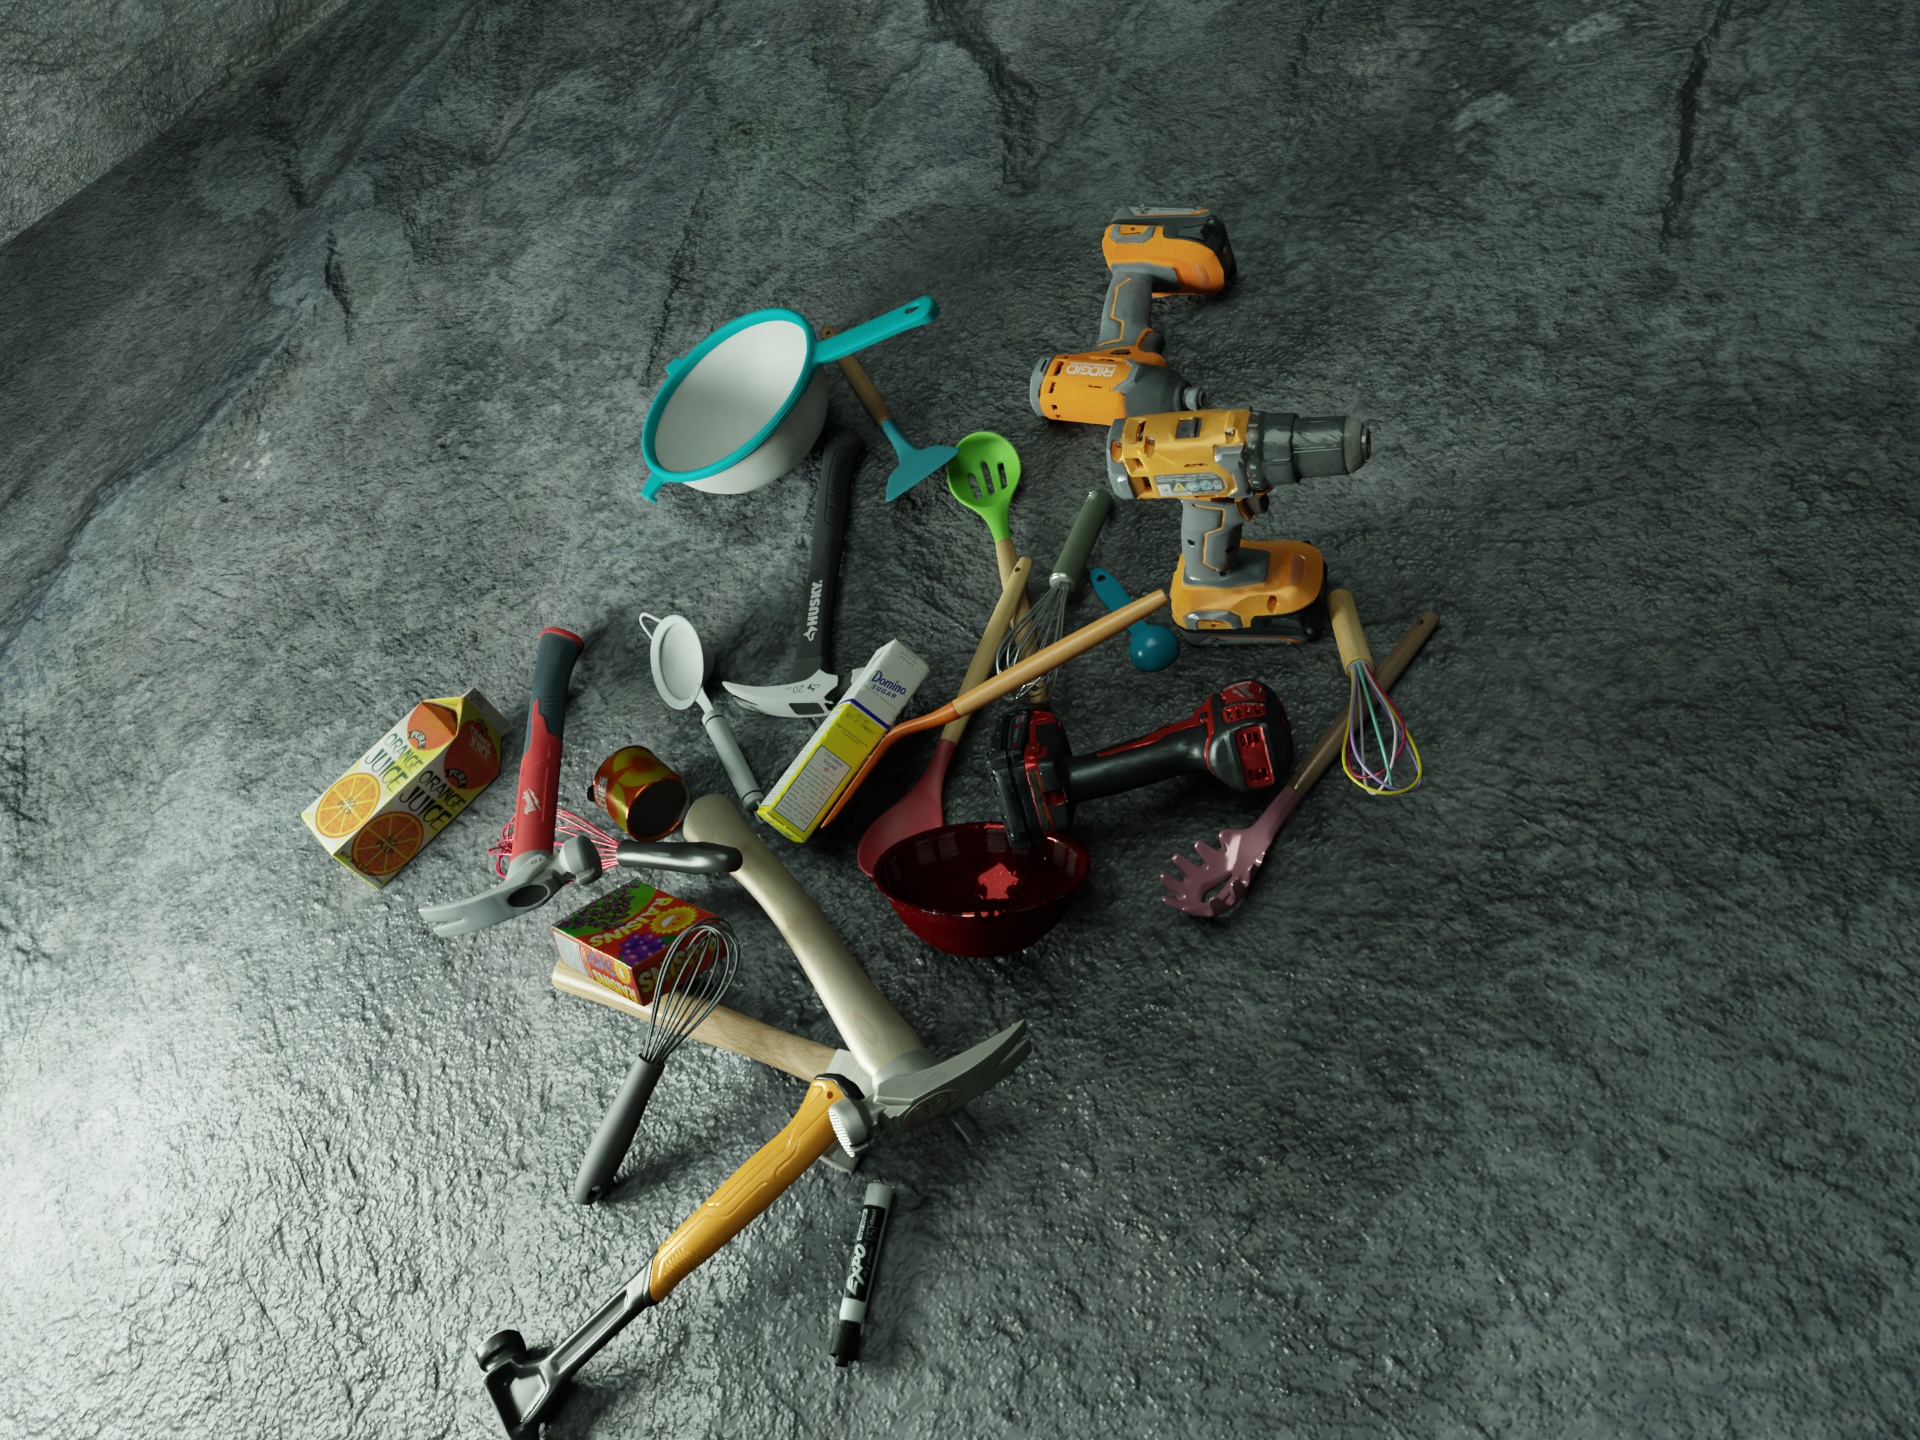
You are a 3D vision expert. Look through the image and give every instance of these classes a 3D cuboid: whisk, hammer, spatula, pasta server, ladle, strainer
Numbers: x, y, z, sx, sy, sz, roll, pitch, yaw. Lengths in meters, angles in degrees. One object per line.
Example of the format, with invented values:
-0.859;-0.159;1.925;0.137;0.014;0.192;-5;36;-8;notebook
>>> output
0.293;-0.026;1.170;0.047;0.051;0.245;-26;32;20;whisk
-0.131;-0.145;1.478;0.146;0.035;0.335;-9;54;17;hammer
0.085;-0.109;1.344;0.058;0.059;0.246;-32;27;51;whisk
-0.189;0.234;1.236;0.331;0.031;0.130;13;63;31;hammer
0.023;-0.012;1.249;0.322;0.081;0.041;-29;94;8;spatula
-0.106;0.160;1.208;0.146;0.038;0.411;-24;37;-19;hammer
0.261;0.029;1.183;0.316;0.040;0.060;-48;37;-15;pasta server
-0.002;-0.004;1.314;0.069;0.031;0.315;9;65;33;ladle
-0.289;0.109;1.318;0.296;0.073;0.073;-1;56;37;whisk
-0.191;0.378;1.110;0.337;0.034;0.127;-44;50;-1;hammer
-0.084;-0.315;1.572;0.082;0.044;0.318;-35;49;5;spatula
-0.151;-0.315;1.547;0.340;0.095;0.211;-17;50;26;strainer
-0.231;0.257;1.197;0.055;0.055;0.239;27;91;35;whisk
-0.221;-0.005;1.415;0.259;0.050;0.086;59;133;33;strainer
-0.378;0.035;1.386;0.143;0.038;0.387;-22;35;4;hammer

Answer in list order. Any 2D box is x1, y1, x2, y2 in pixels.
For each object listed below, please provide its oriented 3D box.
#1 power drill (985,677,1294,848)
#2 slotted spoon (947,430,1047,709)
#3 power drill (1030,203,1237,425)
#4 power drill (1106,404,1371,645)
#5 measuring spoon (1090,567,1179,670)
0.137;0.021;1.197;0.219;0.078;0.143;-13;17;11;power drill
0.041;-0.136;1.403;0.070;0.031;0.314;-19;53;11;slotted spoon
0.178;-0.369;1.476;0.164;0.084;0.226;13;67;30;power drill
0.225;-0.150;1.202;0.185;0.226;0.084;0;57;23;power drill
0.139;-0.092;1.330;0.042;0.021;0.129;-31;51;0;measuring spoon
